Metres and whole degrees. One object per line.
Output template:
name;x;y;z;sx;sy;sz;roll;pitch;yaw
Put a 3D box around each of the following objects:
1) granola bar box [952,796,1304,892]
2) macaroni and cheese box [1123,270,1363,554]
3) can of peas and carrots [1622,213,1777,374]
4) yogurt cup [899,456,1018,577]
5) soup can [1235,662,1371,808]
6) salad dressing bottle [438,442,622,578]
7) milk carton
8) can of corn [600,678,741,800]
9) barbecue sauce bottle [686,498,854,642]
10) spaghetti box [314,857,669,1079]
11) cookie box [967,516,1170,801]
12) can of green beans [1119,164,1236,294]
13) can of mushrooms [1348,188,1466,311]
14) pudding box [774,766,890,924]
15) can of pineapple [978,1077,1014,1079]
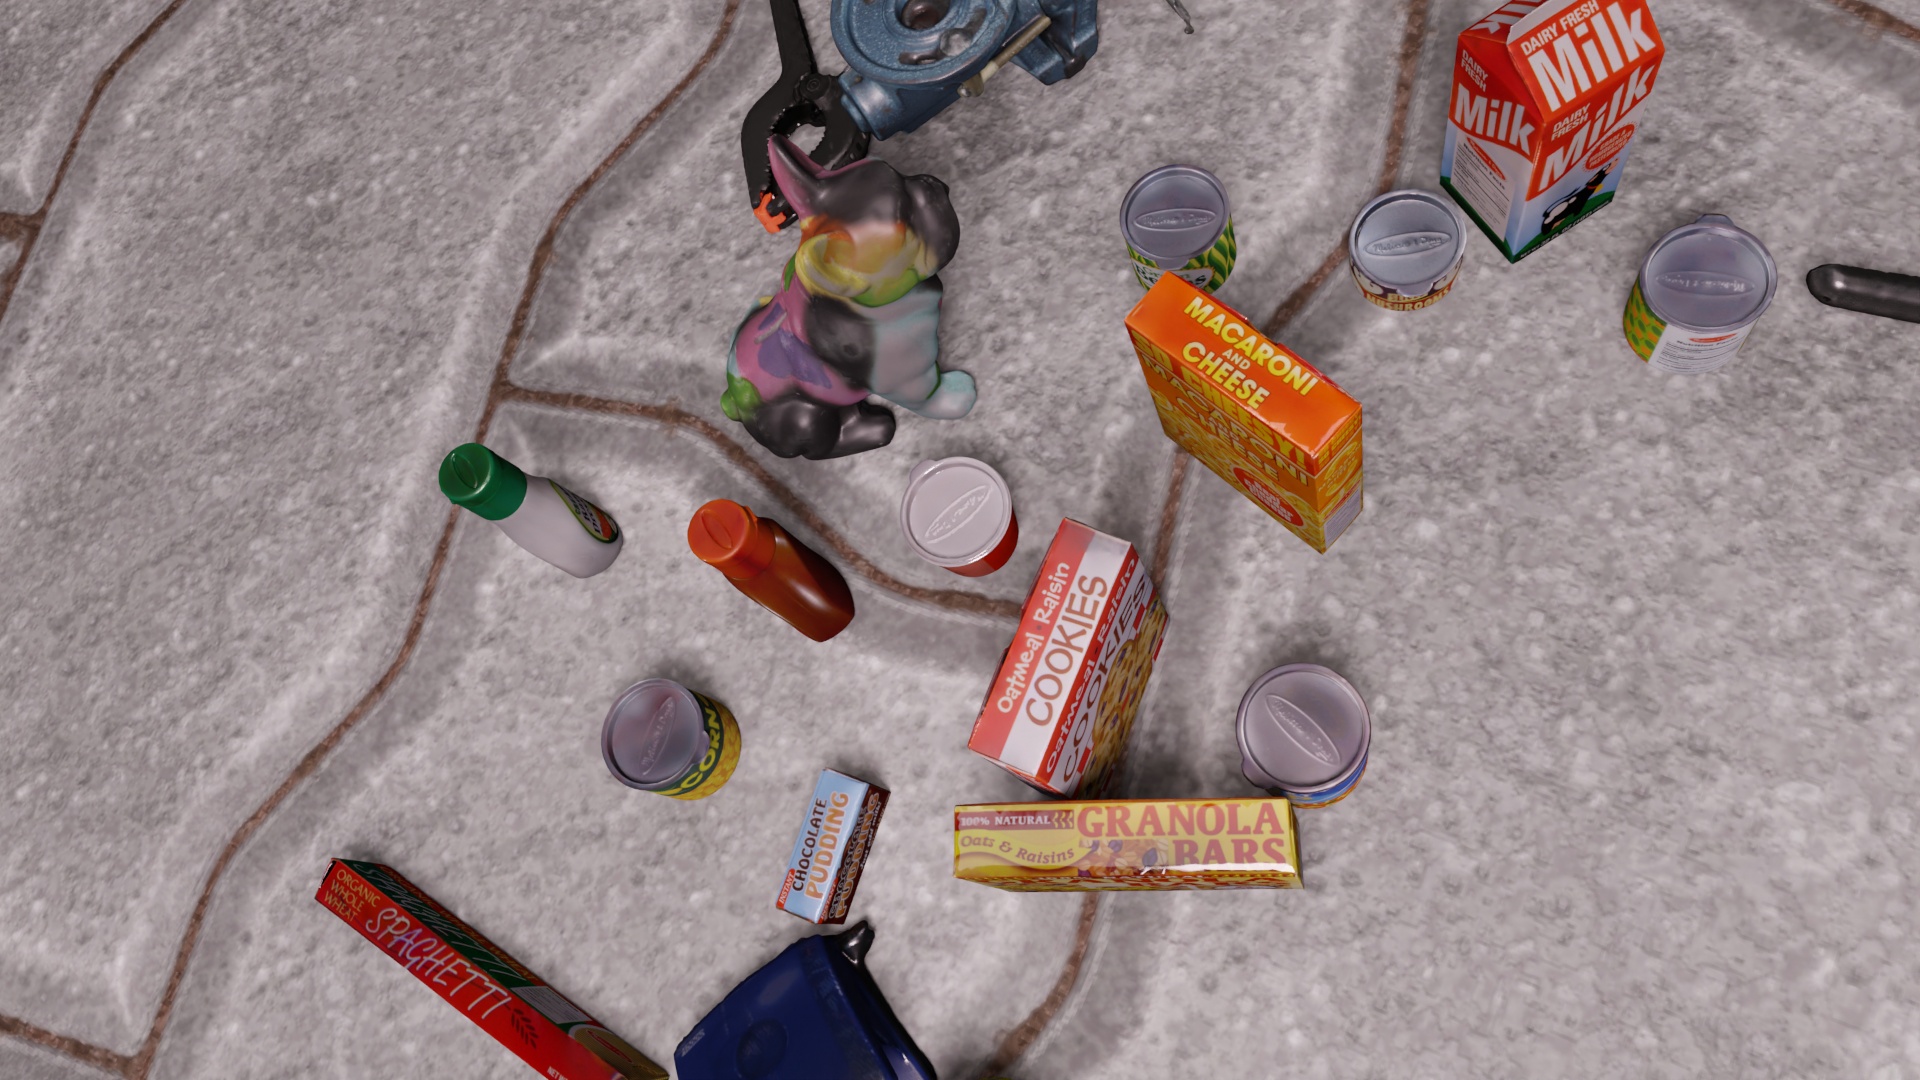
granola bar box;0.091;0.159;0.720;0.165;0.124;0.039;-4;72;14
macaroni and cheese box;0.157;-0.066;0.752;0.124;0.166;0.040;41;87;23
can of peas and carrots;0.404;-0.134;0.764;0.071;0.058;0.071;-5;72;14
yogurt cup;0.003;-0.011;0.838;0.072;0.054;0.072;-5;72;14
soup can;0.180;0.107;0.734;0.071;0.083;0.071;-5;72;14
salad dressing bottle;-0.265;-0.018;0.864;0.044;0.147;0.064;-40;67;1
milk carton;0.316;-0.237;0.750;0.072;0.190;0.073;-33;67;4
can of corn;-0.172;0.122;0.841;0.071;0.058;0.071;-5;72;14
barbecue sauce bottle;-0.110;0.015;0.810;0.043;0.148;0.065;-39;67;1
spaghetti box;-0.284;0.264;0.831;0.250;0.050;0.029;27;82;21
cookie box;0.062;0.072;0.733;0.040;0.167;0.123;19;79;20
can of green beans;0.135;-0.188;0.856;0.071;0.057;0.071;-5;72;14
can of mushrooms;0.266;-0.170;0.828;0.071;0.033;0.071;-5;72;14
pudding box;-0.073;0.176;0.801;0.030;0.049;0.084;15;78;20
can of pineapple;0.015;0.318;0.726;0.071;0.057;0.071;-5;72;14
